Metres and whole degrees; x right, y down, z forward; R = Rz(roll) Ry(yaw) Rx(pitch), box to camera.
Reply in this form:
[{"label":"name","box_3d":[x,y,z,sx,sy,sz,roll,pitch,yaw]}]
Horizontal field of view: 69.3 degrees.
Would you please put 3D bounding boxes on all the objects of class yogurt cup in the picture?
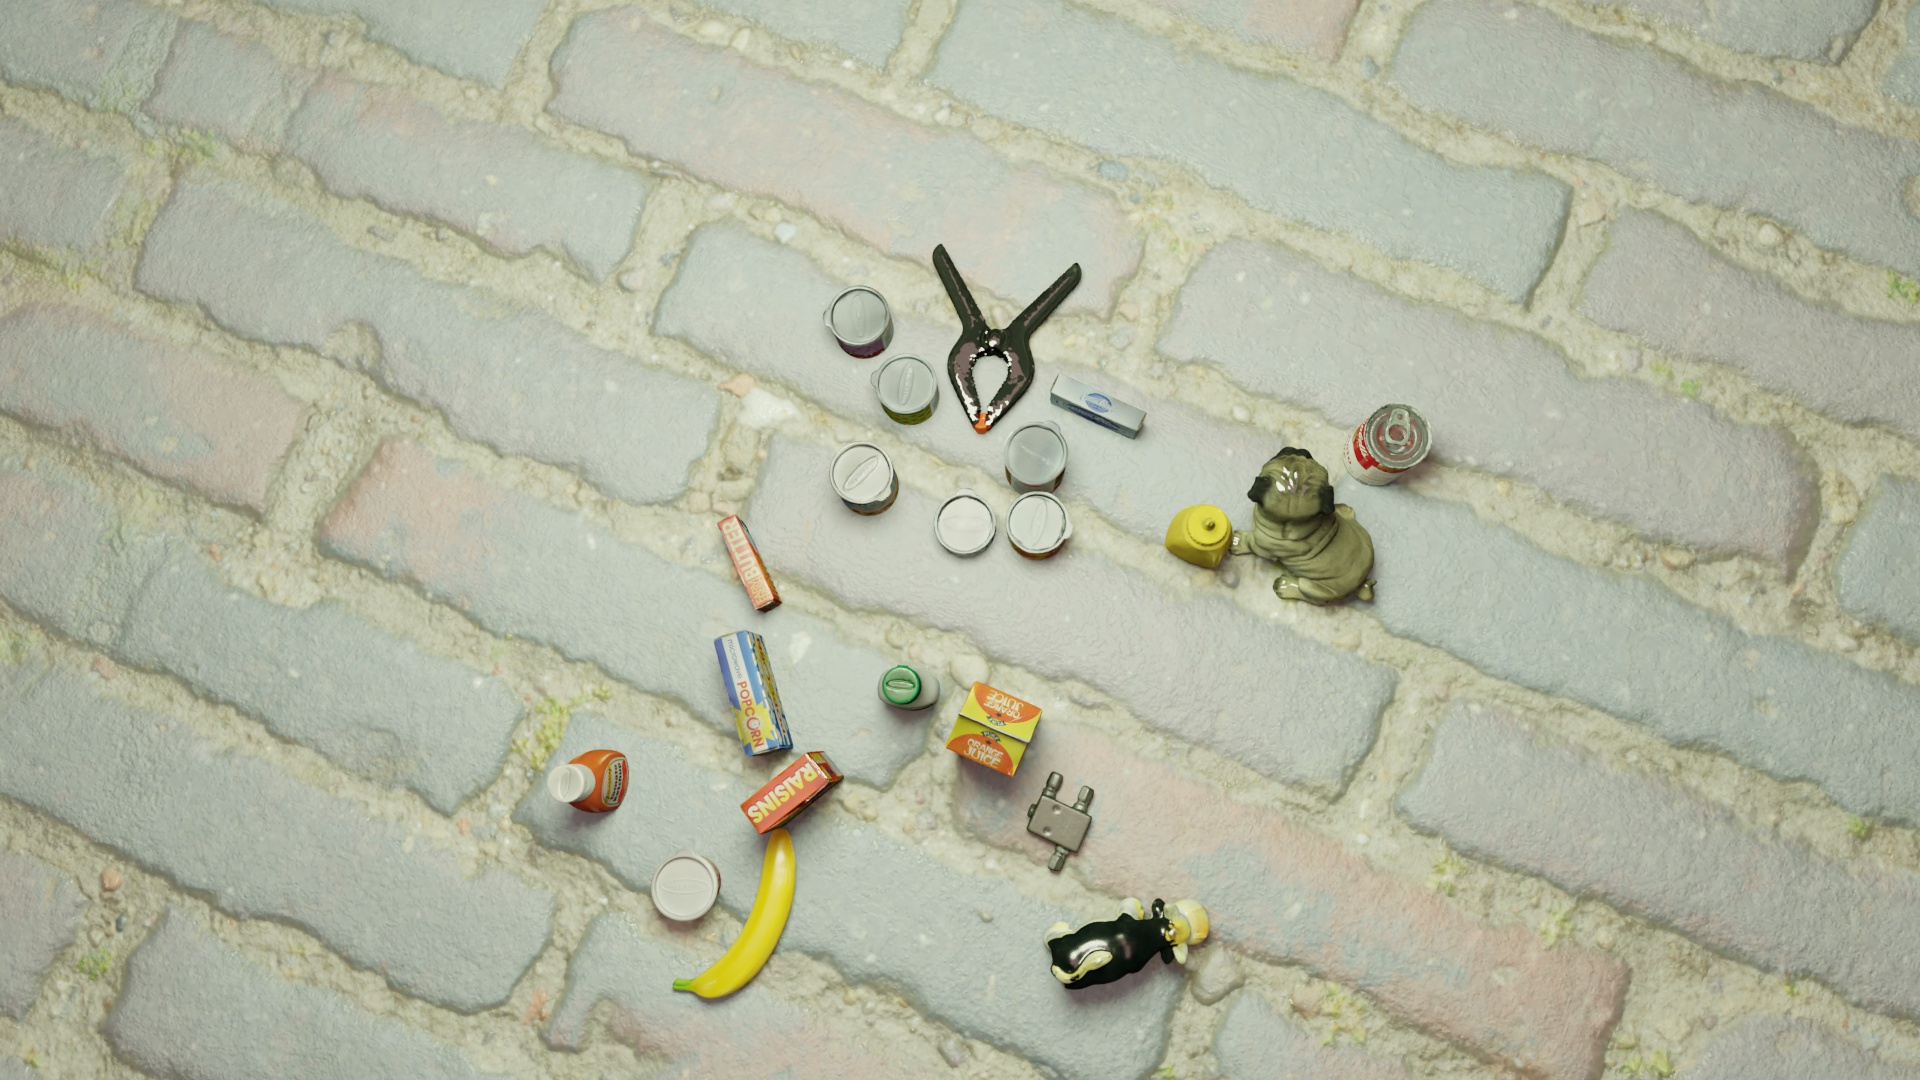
[{"label":"yogurt cup","box_3d":[-0.278,0.353,1.424,0.072,0.054,0.072,0,81,2]}]

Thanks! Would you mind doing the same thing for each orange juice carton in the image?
[{"label":"orange juice carton","box_3d":[0.034,0.186,1.368,0.072,0.192,0.073,24,83,6]}]

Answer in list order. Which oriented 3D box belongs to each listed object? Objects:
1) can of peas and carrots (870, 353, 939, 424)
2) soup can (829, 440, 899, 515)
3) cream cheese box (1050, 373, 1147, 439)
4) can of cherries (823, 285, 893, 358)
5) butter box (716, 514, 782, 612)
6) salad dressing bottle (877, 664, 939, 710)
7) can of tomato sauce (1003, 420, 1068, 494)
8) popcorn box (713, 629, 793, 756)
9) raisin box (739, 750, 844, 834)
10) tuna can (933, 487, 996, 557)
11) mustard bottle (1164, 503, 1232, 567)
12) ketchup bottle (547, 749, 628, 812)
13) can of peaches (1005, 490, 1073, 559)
[{"label":"can of peas and carrots","box_3d":[-0.059,-0.162,1.495,0.071,0.058,0.071,0,81,2]},{"label":"soup can","box_3d":[-0.099,-0.062,1.468,0.071,0.083,0.071,0,81,2]},{"label":"cream cheese box","box_3d":[0.146,-0.142,1.486,0.104,0.053,0.024,25,83,6]},{"label":"can of cherries","box_3d":[-0.110,-0.237,1.509,0.071,0.058,0.071,0,81,2]},{"label":"butter box","box_3d":[-0.224,0.025,1.475,0.024,0.053,0.103,-26,81,-1]},{"label":"salad dressing bottle","box_3d":[-0.055,0.148,1.400,0.064,0.147,0.044,4,82,3]},{"label":"can of tomato sauce","box_3d":[0.079,-0.086,1.465,0.071,0.083,0.071,0,81,2]},{"label":"popcorn box","box_3d":[-0.213,0.159,1.437,0.038,0.085,0.127,-17,81,0]},{"label":"raisin box","box_3d":[-0.168,0.253,1.400,0.086,0.123,0.040,-38,82,-3]},{"label":"tuna can","box_3d":[0.005,-0.019,1.483,0.071,0.033,0.071,0,81,2]},{"label":"mustard bottle","box_3d":[0.246,-0.008,1.407,0.065,0.160,0.049,23,83,6]},{"label":"ketchup bottle","box_3d":[-0.375,0.243,1.398,0.043,0.148,0.065,5,82,3]},{"label":"can of peaches","box_3d":[0.083,-0.014,1.466,0.071,0.058,0.071,0,81,2]}]
